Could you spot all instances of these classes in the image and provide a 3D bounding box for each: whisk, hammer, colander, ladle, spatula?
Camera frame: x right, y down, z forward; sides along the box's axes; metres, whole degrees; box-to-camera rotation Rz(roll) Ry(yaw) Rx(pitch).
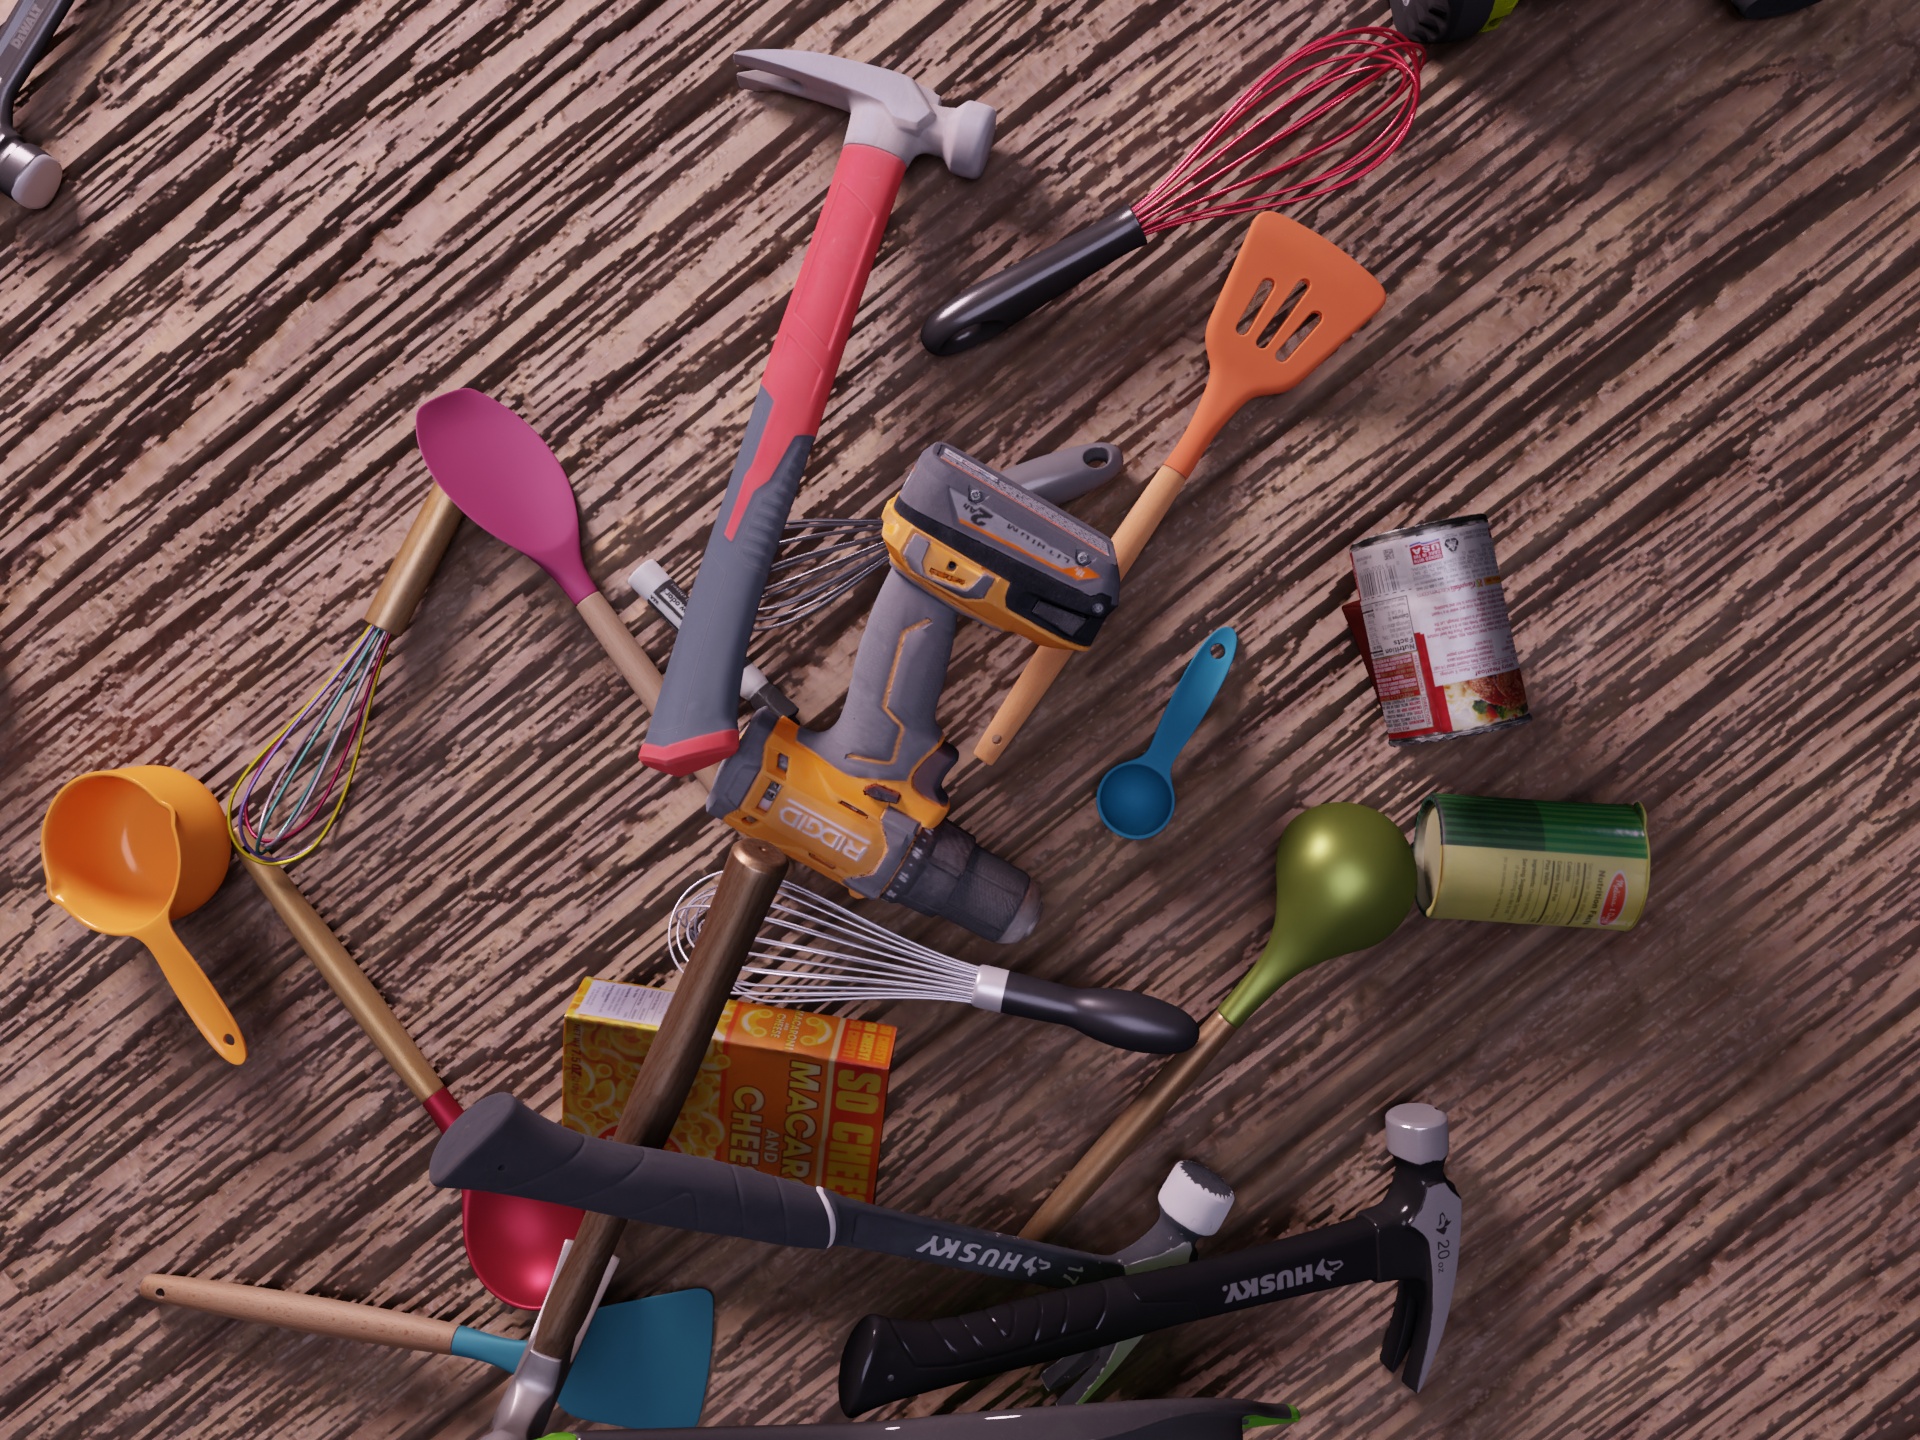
[{"bbox_3d":[-0.026,-0.104,0.849,0.239,0.055,0.055,-19,90,-2],"label":"whisk"},{"bbox_3d":[-0.156,0.205,0.767,0.031,0.130,0.331,23,103,-5],"label":"hammer"},{"bbox_3d":[0.102,0.295,0.797,0.334,0.035,0.146,-7,99,-18],"label":"hammer"},{"bbox_3d":[-0.327,-0.032,0.861,0.047,0.051,0.245,27,89,7],"label":"whisk"},{"bbox_3d":[-0.052,0.245,0.760,0.408,0.036,0.149,22,101,-30],"label":"hammer"},{"bbox_3d":[-0.103,-0.161,0.814,0.143,0.038,0.386,17,79,3],"label":"hammer"},{"bbox_3d":[-0.021,0.371,0.727,0.396,0.204,0.095,10,60,-26],"label":"colander"},{"bbox_3d":[-0.468,-0.452,0.863,0.127,0.034,0.337,34,92,0],"label":"hammer"},{"bbox_3d":[0.110,-0.269,0.833,0.296,0.073,0.073,-28,90,8],"label":"whisk"},{"bbox_3d":[0.125,0.175,0.853,0.078,0.062,0.320,39,99,-1],"label":"ladle"},{"bbox_3d":[0.101,-0.112,0.843,0.081,0.041,0.322,33,93,-5],"label":"spatula"},{"bbox_3d":[-0.297,0.335,0.876,0.317,0.044,0.082,7,93,7],"label":"spatula"},{"bbox_3d":[-0.015,0.132,0.833,0.284,0.070,0.070,12,91,6],"label":"whisk"},{"bbox_3d":[-0.306,0.185,0.871,0.069,0.031,0.315,-37,87,-9],"label":"ladle"}]

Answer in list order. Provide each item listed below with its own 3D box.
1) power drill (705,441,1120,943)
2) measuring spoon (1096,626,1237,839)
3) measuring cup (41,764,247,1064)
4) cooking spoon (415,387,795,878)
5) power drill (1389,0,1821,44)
[{"bbox_3d":[-0.001,-0.003,0.812,0.185,0.084,0.226,30,107,-6],"label":"power drill"},{"bbox_3d":[0.115,0.006,0.860,0.042,0.021,0.128,30,83,2],"label":"measuring spoon"},{"bbox_3d":[-0.417,0.103,0.855,0.095,0.052,0.173,-32,89,15],"label":"measuring cup"},{"bbox_3d":[-0.187,-0.044,0.860,0.069,0.017,0.319,-37,93,-39],"label":"cooking spoon"},{"bbox_3d":[0.332,-0.441,0.813,0.223,0.080,0.171,-10,91,-1],"label":"power drill"}]
